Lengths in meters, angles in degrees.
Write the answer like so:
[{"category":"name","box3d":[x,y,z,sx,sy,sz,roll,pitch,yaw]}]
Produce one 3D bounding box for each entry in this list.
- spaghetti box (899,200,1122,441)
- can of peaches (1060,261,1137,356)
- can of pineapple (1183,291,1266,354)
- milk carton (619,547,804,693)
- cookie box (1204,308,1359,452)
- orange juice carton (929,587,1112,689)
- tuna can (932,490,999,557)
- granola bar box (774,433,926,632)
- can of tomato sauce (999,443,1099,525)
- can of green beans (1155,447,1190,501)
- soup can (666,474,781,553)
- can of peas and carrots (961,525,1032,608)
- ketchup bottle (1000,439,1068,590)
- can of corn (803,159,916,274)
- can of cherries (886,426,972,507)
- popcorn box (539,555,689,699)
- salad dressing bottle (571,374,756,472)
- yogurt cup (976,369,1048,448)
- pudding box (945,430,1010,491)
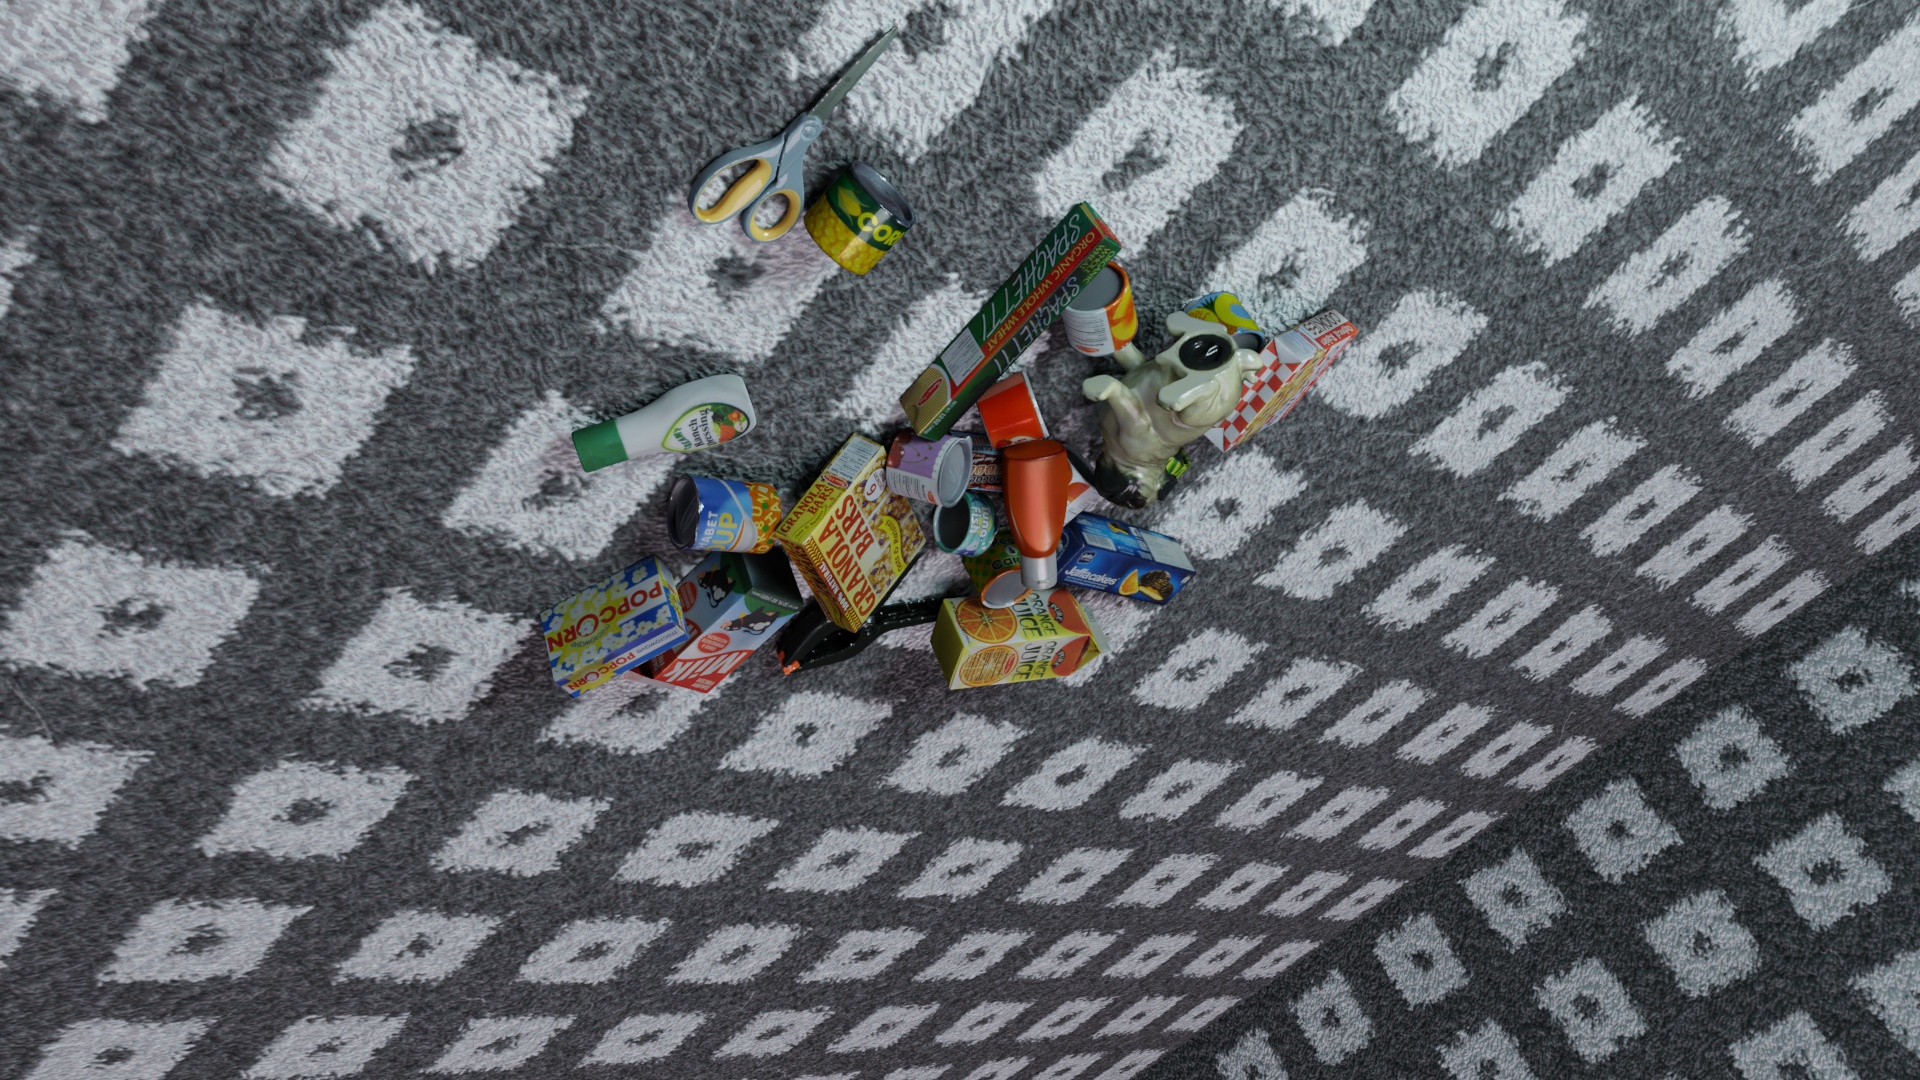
[{"category":"spaghetti box","box3d":[0.041,-0.188,1.219,0.029,0.050,0.249,18,126,-46]},{"category":"can of peaches","box3d":[0.121,-0.209,1.233,0.071,0.071,0.057,-26,144,-1]},{"category":"can of pineapple","box3d":[0.250,-0.196,1.332,0.071,0.058,0.070,-17,143,-13]},{"category":"milk carton","box3d":[-0.249,0.085,1.362,0.190,0.074,0.072,-42,142,21]},{"category":"cookie box","box3d":[0.315,-0.160,1.372,0.168,0.040,0.122,-28,159,-52]},{"category":"orange juice carton","box3d":[0.071,0.105,1.530,0.193,0.072,0.072,-4,136,-24]},{"category":"tuna can","box3d":[0.005,-0.017,1.394,0.033,0.071,0.070,8,132,-38]},{"category":"granola bar box","box3d":[-0.102,-0.005,1.322,0.124,0.039,0.164,-53,150,-20]},{"category":"can of tomato sauce","box3d":[0.094,-0.050,1.415,0.083,0.071,0.071,-41,142,19]},{"category":"can of green beans","box3d":[0.195,-0.081,1.436,0.057,0.071,0.071,-44,141,23]},{"category":"soup can","box3d":[-0.213,-0.020,1.254,0.084,0.071,0.071,5,134,-36]},{"category":"can of peas and carrots","box3d":[0.043,0.029,1.486,0.071,0.059,0.070,-17,144,-13]},{"category":"ketchup bottle","box3d":[0.075,-0.023,1.363,0.065,0.044,0.148,-9,118,-10]},{"category":"can of corn","box3d":[-0.076,-0.244,1.059,0.058,0.071,0.071,-42,141,23]},{"category":"can of cherries","box3d":[-0.028,-0.071,1.296,0.072,0.058,0.071,-42,140,-50]},{"category":"popcorn box","box3d":[-0.324,0.080,1.299,0.127,0.085,0.038,-27,143,2]},{"category":"salad dressing bottle","box3d":[-0.248,-0.095,1.162,0.148,0.044,0.064,-19,145,-10]},{"category":"yogurt cup","box3d":[0.047,-0.120,1.299,0.054,0.073,0.072,-20,145,5]},{"category":"pudding box","box3d":[0.014,-0.077,1.360,0.084,0.030,0.049,5,134,-36]}]
